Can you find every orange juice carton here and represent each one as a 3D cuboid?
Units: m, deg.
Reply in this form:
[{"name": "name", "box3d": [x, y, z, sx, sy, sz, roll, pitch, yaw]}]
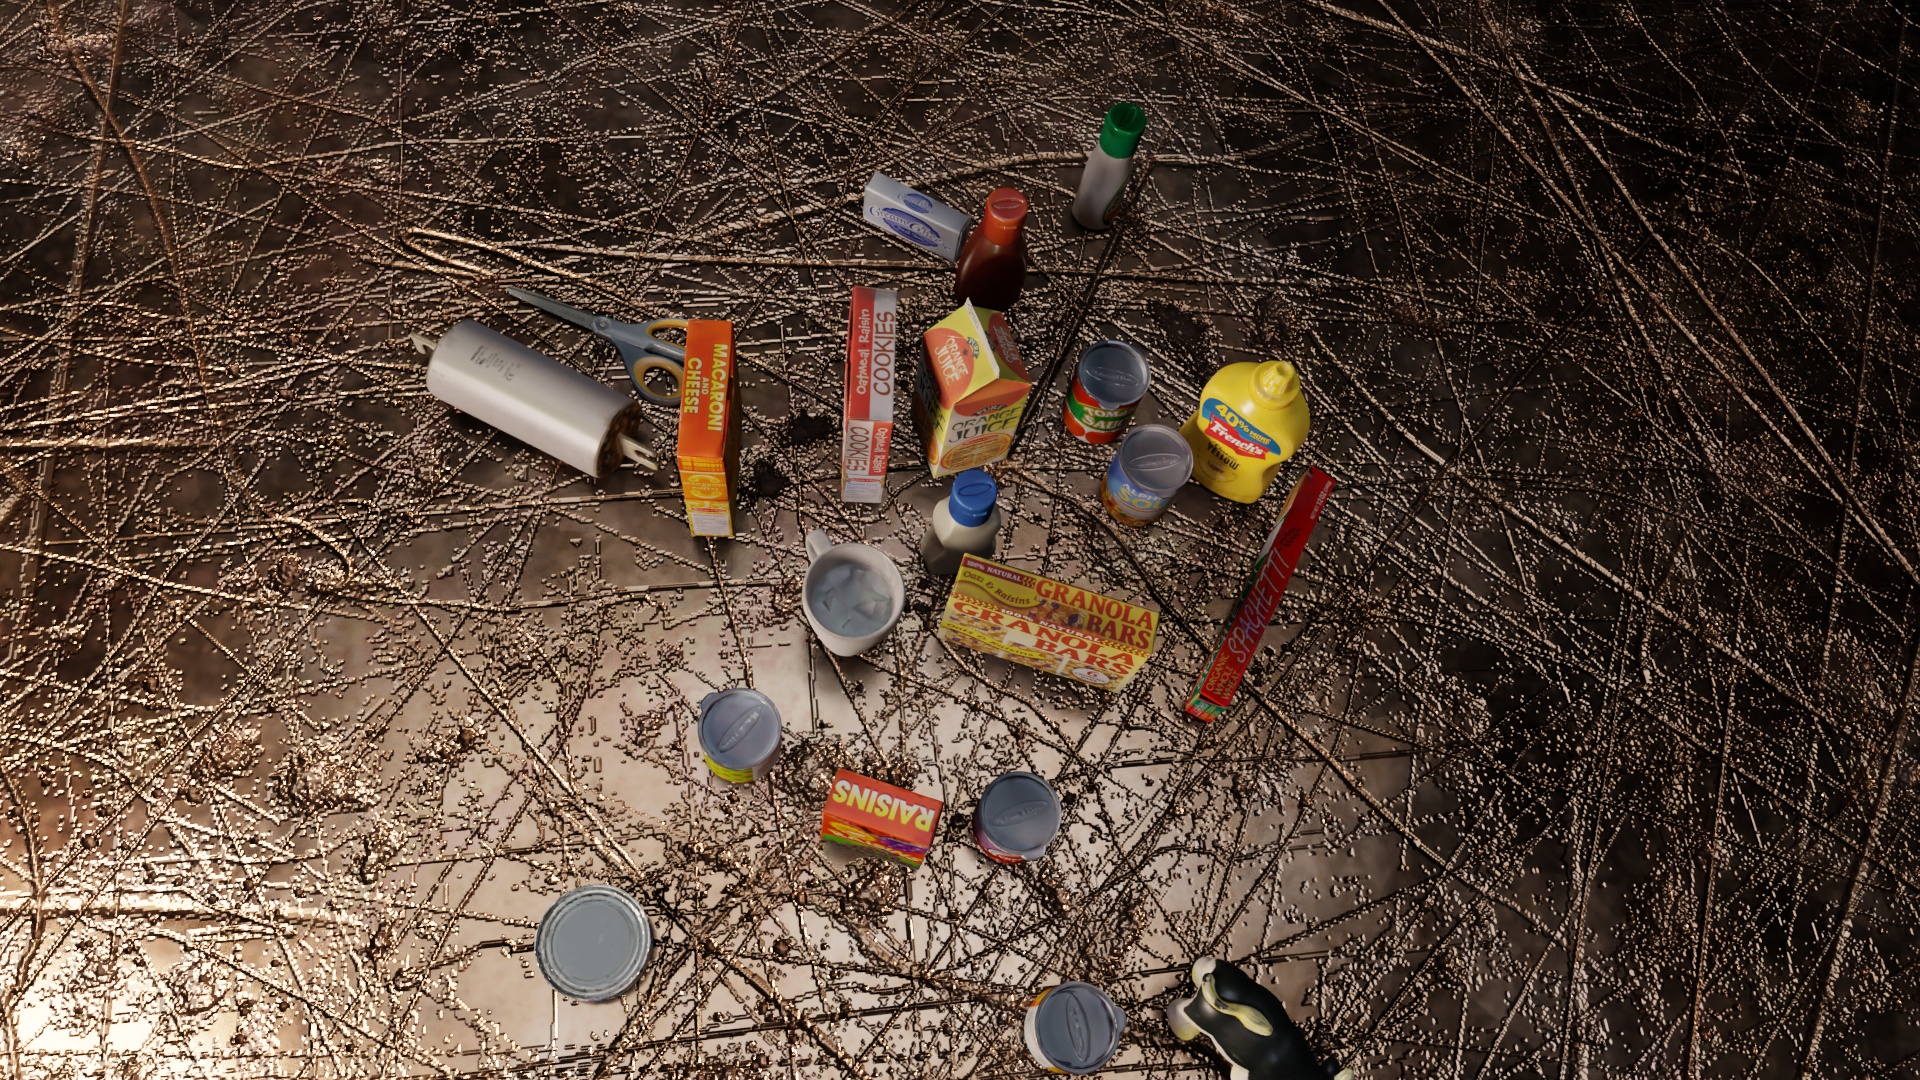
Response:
[{"name": "orange juice carton", "box3d": [0.008, -0.130, 1.187, 0.073, 0.192, 0.072, -16, 72, -13]}]

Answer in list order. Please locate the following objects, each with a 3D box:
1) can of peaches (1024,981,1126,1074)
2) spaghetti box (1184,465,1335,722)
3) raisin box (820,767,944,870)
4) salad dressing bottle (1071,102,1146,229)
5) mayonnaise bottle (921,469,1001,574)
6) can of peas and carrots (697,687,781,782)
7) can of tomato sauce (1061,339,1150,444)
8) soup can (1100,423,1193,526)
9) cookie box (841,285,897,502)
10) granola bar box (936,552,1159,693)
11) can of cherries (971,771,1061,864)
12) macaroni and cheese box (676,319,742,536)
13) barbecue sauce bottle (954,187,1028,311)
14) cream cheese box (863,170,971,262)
[{"name": "can of peaches", "box3d": [0.087, 0.375, 1.068, 0.071, 0.058, 0.071, 2, 68, -6]}, {"name": "spaghetti box", "box3d": [0.265, 0.046, 1.226, 0.029, 0.050, 0.251, 29, 68, 5]}, {"name": "raisin box", "box3d": [-0.063, 0.218, 1.077, 0.086, 0.123, 0.040, 19, 68, 1]}, {"name": "salad dressing bottle", "box3d": [0.142, -0.354, 1.318, 0.044, 0.147, 0.064, 30, 68, 5]}, {"name": "mayonnaise bottle", "box3d": [0.004, -0.015, 1.165, 0.065, 0.147, 0.041, -13, 71, -12]}, {"name": "can of peas and carrots", "box3d": [-0.179, 0.157, 1.122, 0.071, 0.058, 0.071, 2, 68, -6]}, {"name": "can of tomato sauce", "box3d": [0.131, -0.132, 1.263, 0.071, 0.082, 0.071, 2, 68, -6]}, {"name": "soup can", "box3d": [0.165, -0.054, 1.235, 0.071, 0.083, 0.071, 2, 68, -6]}, {"name": "cookie box", "box3d": [-0.080, -0.121, 1.187, 0.040, 0.166, 0.123, 2, 68, -6]}, {"name": "granola bar box", "box3d": [0.070, 0.070, 1.152, 0.166, 0.123, 0.039, 17, 68, 0]}, {"name": "can of cherries", "box3d": [0.045, 0.227, 1.121, 0.071, 0.058, 0.072, 2, 68, -6]}, {"name": "macaroni and cheese box", "box3d": [-0.207, -0.090, 1.159, 0.040, 0.165, 0.124, 3, 68, -6]}, {"name": "barbecue sauce bottle", "box3d": [0.033, -0.264, 1.268, 0.065, 0.148, 0.044, -7, 70, -9]}, {"name": "cream cheese box", "box3d": [-0.043, -0.309, 1.328, 0.104, 0.053, 0.024, 27, 68, 4]}]
